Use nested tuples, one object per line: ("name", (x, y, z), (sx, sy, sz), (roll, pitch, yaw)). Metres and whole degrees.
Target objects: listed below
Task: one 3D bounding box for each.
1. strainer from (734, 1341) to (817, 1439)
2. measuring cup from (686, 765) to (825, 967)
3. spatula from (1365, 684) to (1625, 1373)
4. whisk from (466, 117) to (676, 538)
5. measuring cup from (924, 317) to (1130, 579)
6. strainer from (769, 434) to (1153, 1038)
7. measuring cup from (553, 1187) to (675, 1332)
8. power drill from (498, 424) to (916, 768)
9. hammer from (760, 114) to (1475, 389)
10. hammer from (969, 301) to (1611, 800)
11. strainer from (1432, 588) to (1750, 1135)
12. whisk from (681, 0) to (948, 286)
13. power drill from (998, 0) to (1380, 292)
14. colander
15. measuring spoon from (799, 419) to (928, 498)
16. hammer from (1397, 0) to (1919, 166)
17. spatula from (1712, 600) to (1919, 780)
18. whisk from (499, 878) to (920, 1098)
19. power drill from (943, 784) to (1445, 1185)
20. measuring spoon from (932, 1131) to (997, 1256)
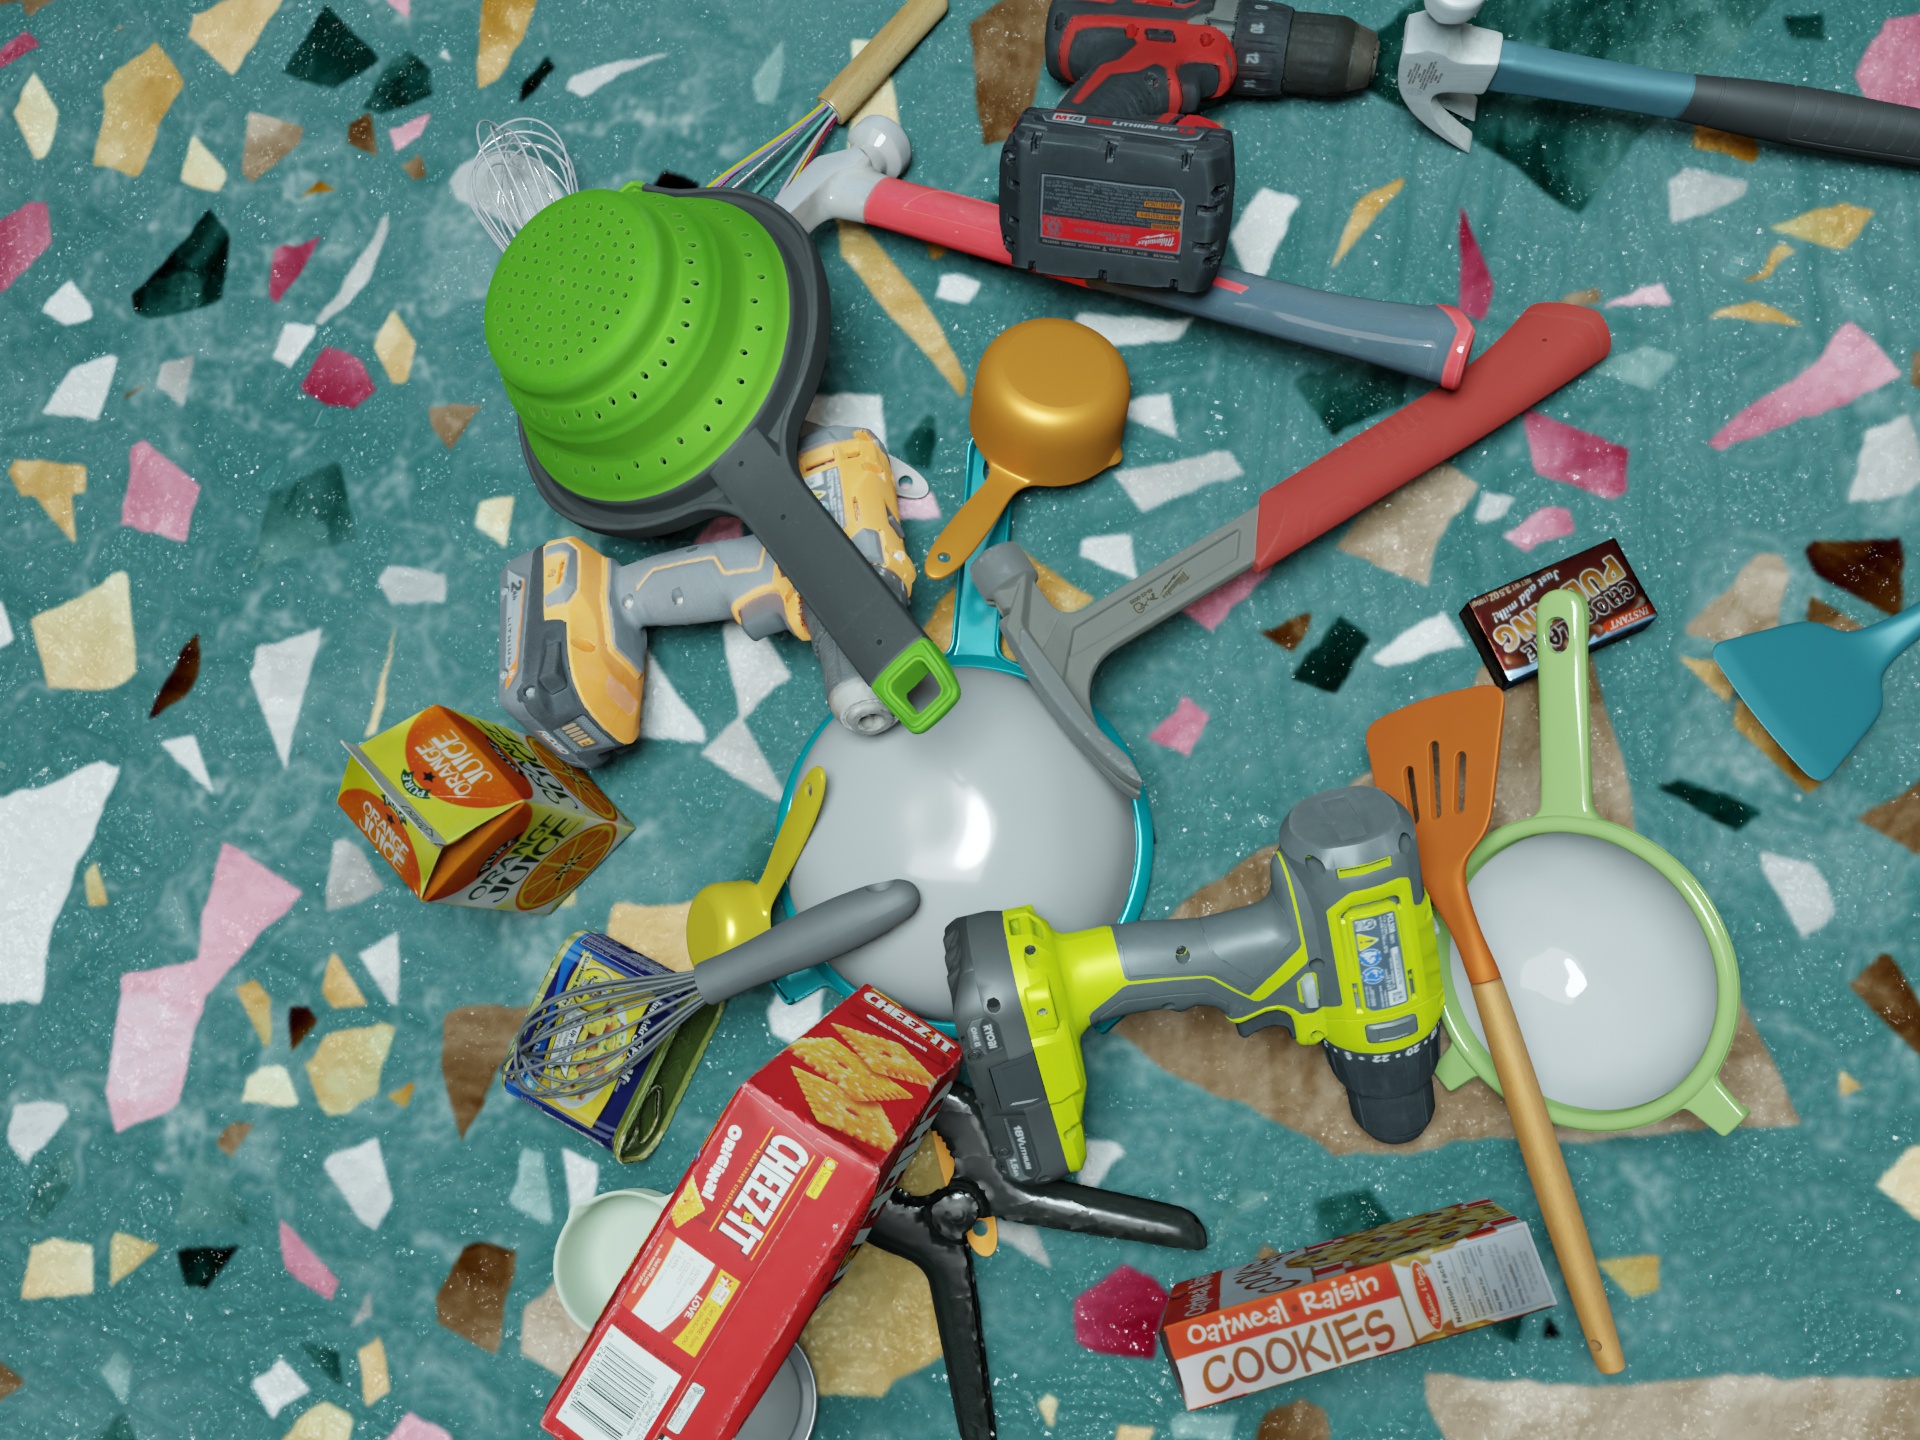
("strainer", (-0.094, 0.289, 0.836), (0.087, 0.050, 0.258), (23, 78, -6))
("measuring cup", (-0.109, 0.080, 0.835), (0.156, 0.029, 0.062), (-62, 42, 35))
("spatula", (0.264, 0.145, 0.759), (0.081, 0.041, 0.323), (-23, 81, 48))
("whisk", (-0.227, -0.236, 0.950), (0.070, 0.070, 0.285), (-25, 81, 5))
("measuring cup", (0.029, -0.149, 0.856), (0.095, 0.052, 0.174), (29, 61, 11))
("strainer", (-0.001, -0.003, 0.845), (0.211, 0.095, 0.340), (3, 81, 11))
("measuring cup", (-0.142, 0.258, 0.852), (0.167, 0.038, 0.083), (-44, 76, -2))
("power drill", (-0.131, -0.047, 0.852), (0.226, 0.084, 0.186), (-19, 54, 11))
("hammer", (0.079, -0.236, 0.857), (0.386, 0.038, 0.143), (21, 56, 18))
("hammer", (0.191, -0.109, 0.827), (0.359, 0.036, 0.149), (-31, 71, -7))
("strainer", (0.307, 0.065, 0.772), (0.151, 0.069, 0.256), (-2, 90, 46))
("whisk", (-0.091, -0.349, 0.959), (0.047, 0.051, 0.245), (42, 84, -6))
("power drill", (0.123, -0.328, 0.857), (0.188, 0.080, 0.227), (10, 49, 10))
("colander", (-0.132, -0.148, 0.789), (0.204, 0.094, 0.397), (-43, 62, 10))
("measuring spoon", (-0.074, -0.158, 0.932), (0.124, 0.018, 0.034), (27, 85, 7))
("hammer", (0.395, -0.326, 0.836), (0.331, 0.128, 0.033), (11, 82, 3))
("spatula", (0.528, -0.080, 0.792), (0.317, 0.044, 0.082), (-32, 72, 2))
("whisk", (-0.127, 0.132, 0.796), (0.239, 0.055, 0.055), (-25, 76, 12))
("power drill", (0.120, 0.145, 0.767), (0.228, 0.080, 0.190), (-14, 116, 3))
("measuring spoon", (-0.003, 0.227, 0.848), (0.021, 0.011, 0.117), (-19, 80, 4))
